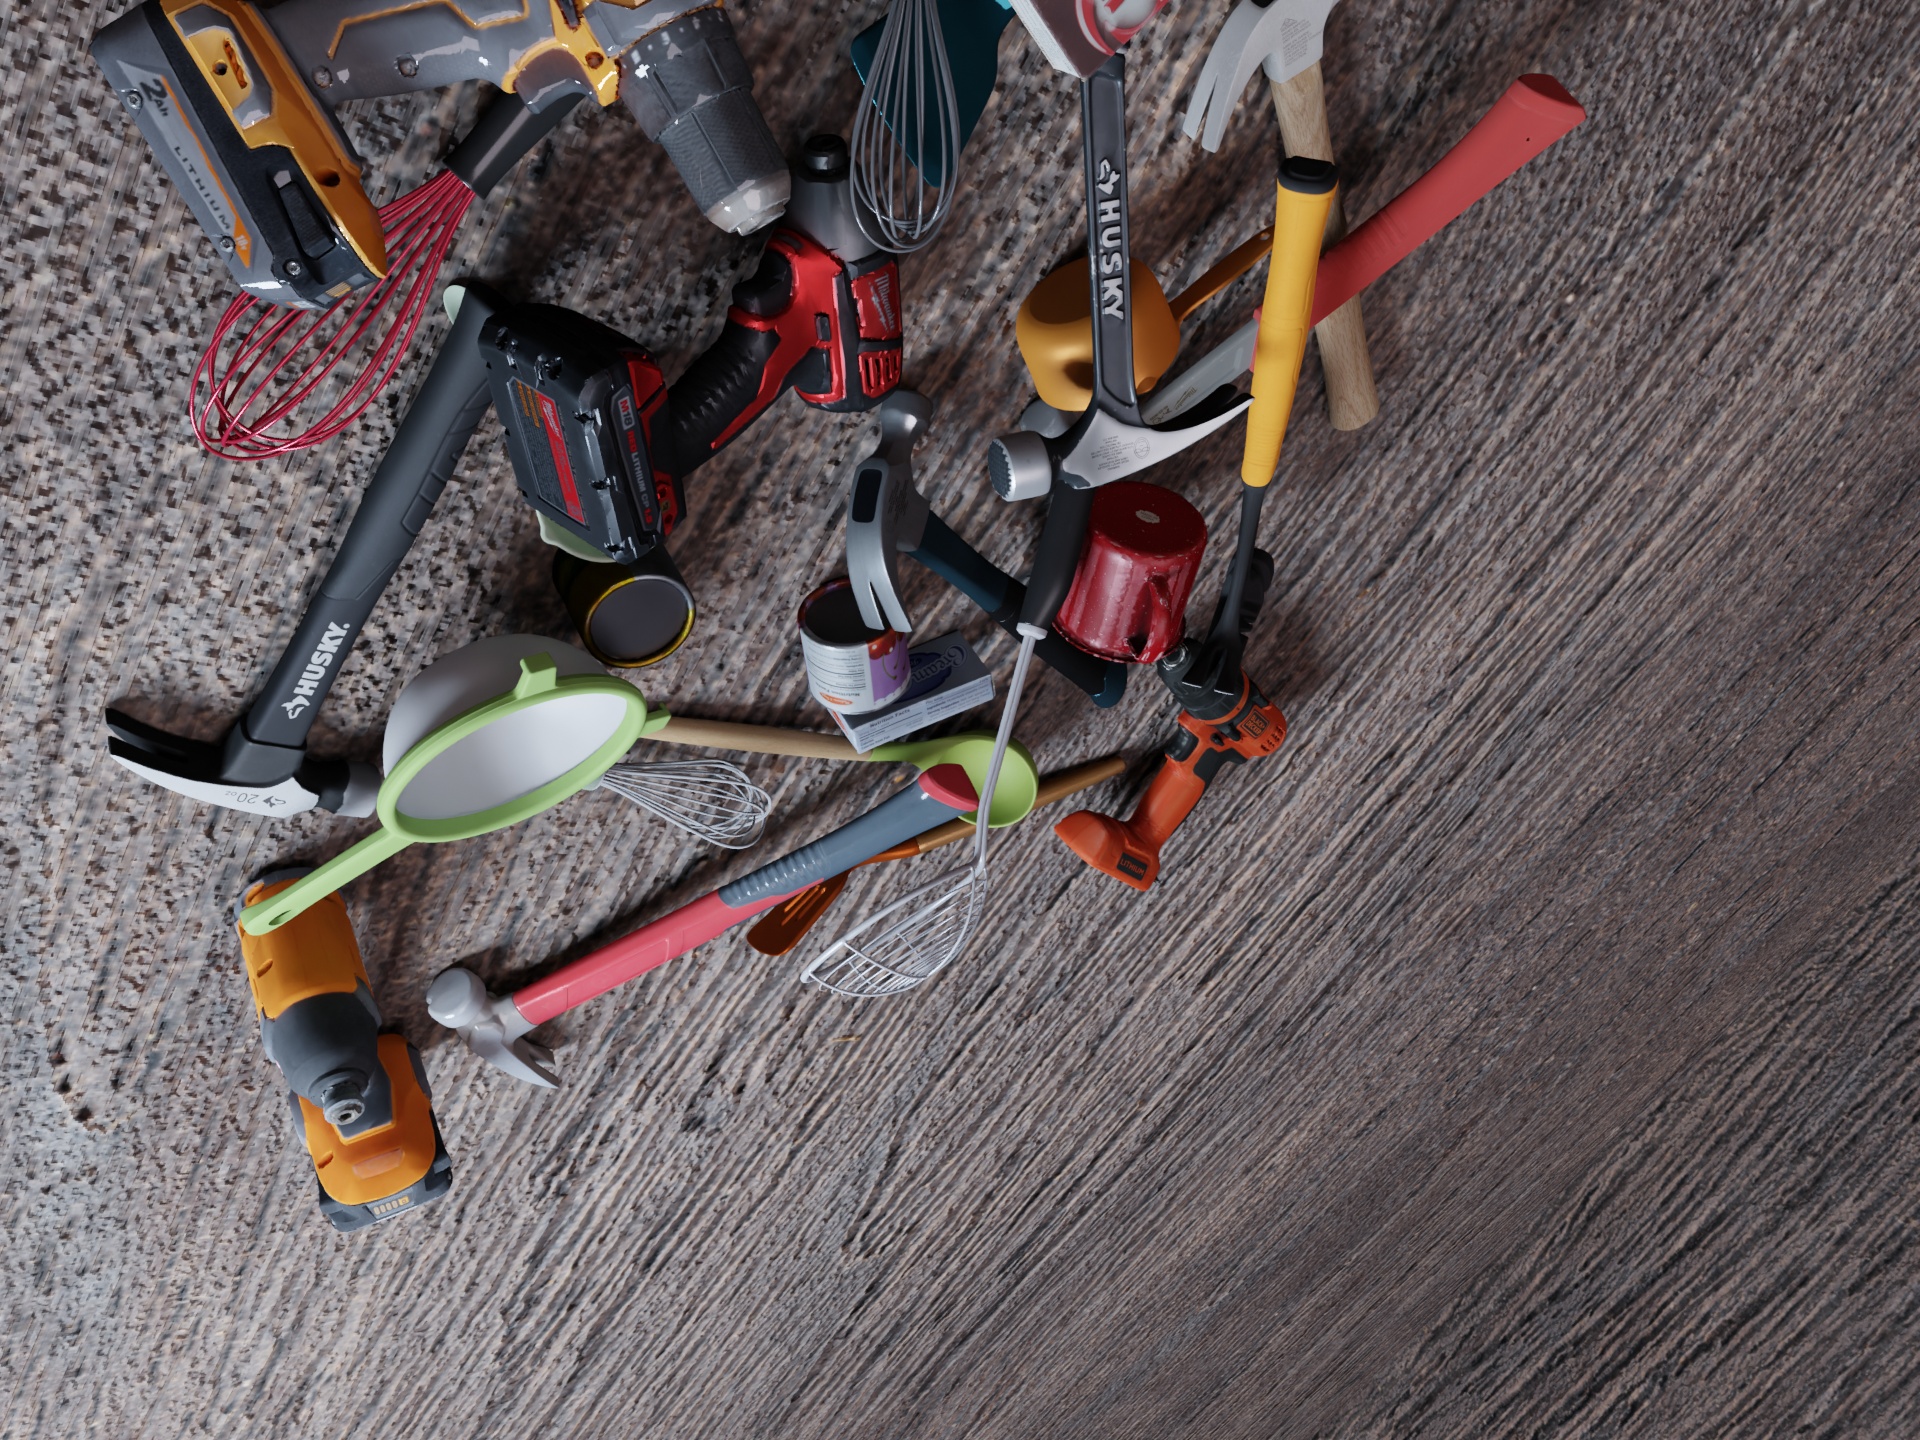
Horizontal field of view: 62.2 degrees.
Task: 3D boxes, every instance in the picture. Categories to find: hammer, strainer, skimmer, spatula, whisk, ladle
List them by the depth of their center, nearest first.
[{"bbox_3d":[-0.235,-0.226,0.708,0.296,0.073,0.073,-46,140,4],"label":"whisk"},{"bbox_3d":[-0.023,-0.333,0.713,0.055,0.055,0.238,-9,113,-28],"label":"whisk"},{"bbox_3d":[0.074,-0.311,0.774,0.149,0.036,0.408,-14,121,-16],"label":"hammer"},{"bbox_3d":[0.084,-0.390,0.774,0.317,0.044,0.082,-38,126,1],"label":"spatula"},{"bbox_3d":[-0.307,-0.077,0.802,0.146,0.035,0.334,13,126,-42],"label":"hammer"},{"bbox_3d":[-0.295,0.026,0.864,0.256,0.069,0.151,-32,164,8],"label":"strainer"},{"bbox_3d":[0.178,-0.168,0.942,0.336,0.034,0.127,90,21,-47],"label":"hammer"},{"bbox_3d":[-0.002,-0.003,0.956,0.127,0.090,0.363,21,86,-76],"label":"skimmer"},{"bbox_3d":[0.212,-0.248,0.961,0.359,0.037,0.149,-36,141,20],"label":"hammer"},{"bbox_3d":[0.218,-0.299,0.969,0.130,0.031,0.331,-33,141,-3],"label":"hammer"},{"bbox_3d":[-0.220,0.034,0.985,0.246,0.059,0.058,18,145,-40],"label":"whisk"},{"bbox_3d":[0.029,-0.080,1.025,0.330,0.033,0.128,32,71,-54],"label":"hammer"},{"bbox_3d":[-0.081,0.027,1.067,0.320,0.062,0.078,7,135,-36],"label":"ladle"},{"bbox_3d":[-0.160,0.138,1.094,0.386,0.038,0.143,-27,142,3],"label":"hammer"},{"bbox_3d":[-0.010,0.093,1.188,0.322,0.081,0.041,-20,101,-23],"label":"spatula"}]

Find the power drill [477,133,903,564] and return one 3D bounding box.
[{"bbox_3d":[-0.115,-0.185,0.775,0.220,0.079,0.143,-40,146,-31],"label":"power drill"}]

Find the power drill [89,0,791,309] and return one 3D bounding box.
[{"bbox_3d":[-0.194,-0.246,0.640,0.226,0.084,0.185,-31,104,-5],"label":"power drill"}]

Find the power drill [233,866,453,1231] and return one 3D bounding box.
[{"bbox_3d":[-0.373,0.217,0.967,0.084,0.164,0.226,-18,140,-20],"label":"power drill"}]

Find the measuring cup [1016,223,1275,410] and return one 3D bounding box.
[{"bbox_3d":[0.109,-0.248,0.901,0.173,0.095,0.052,-37,132,-2],"label":"measuring cup"}]

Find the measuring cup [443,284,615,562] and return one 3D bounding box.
[{"bbox_3d":[-0.210,-0.156,0.817,0.083,0.038,0.167,-34,124,0],"label":"measuring cup"}]
